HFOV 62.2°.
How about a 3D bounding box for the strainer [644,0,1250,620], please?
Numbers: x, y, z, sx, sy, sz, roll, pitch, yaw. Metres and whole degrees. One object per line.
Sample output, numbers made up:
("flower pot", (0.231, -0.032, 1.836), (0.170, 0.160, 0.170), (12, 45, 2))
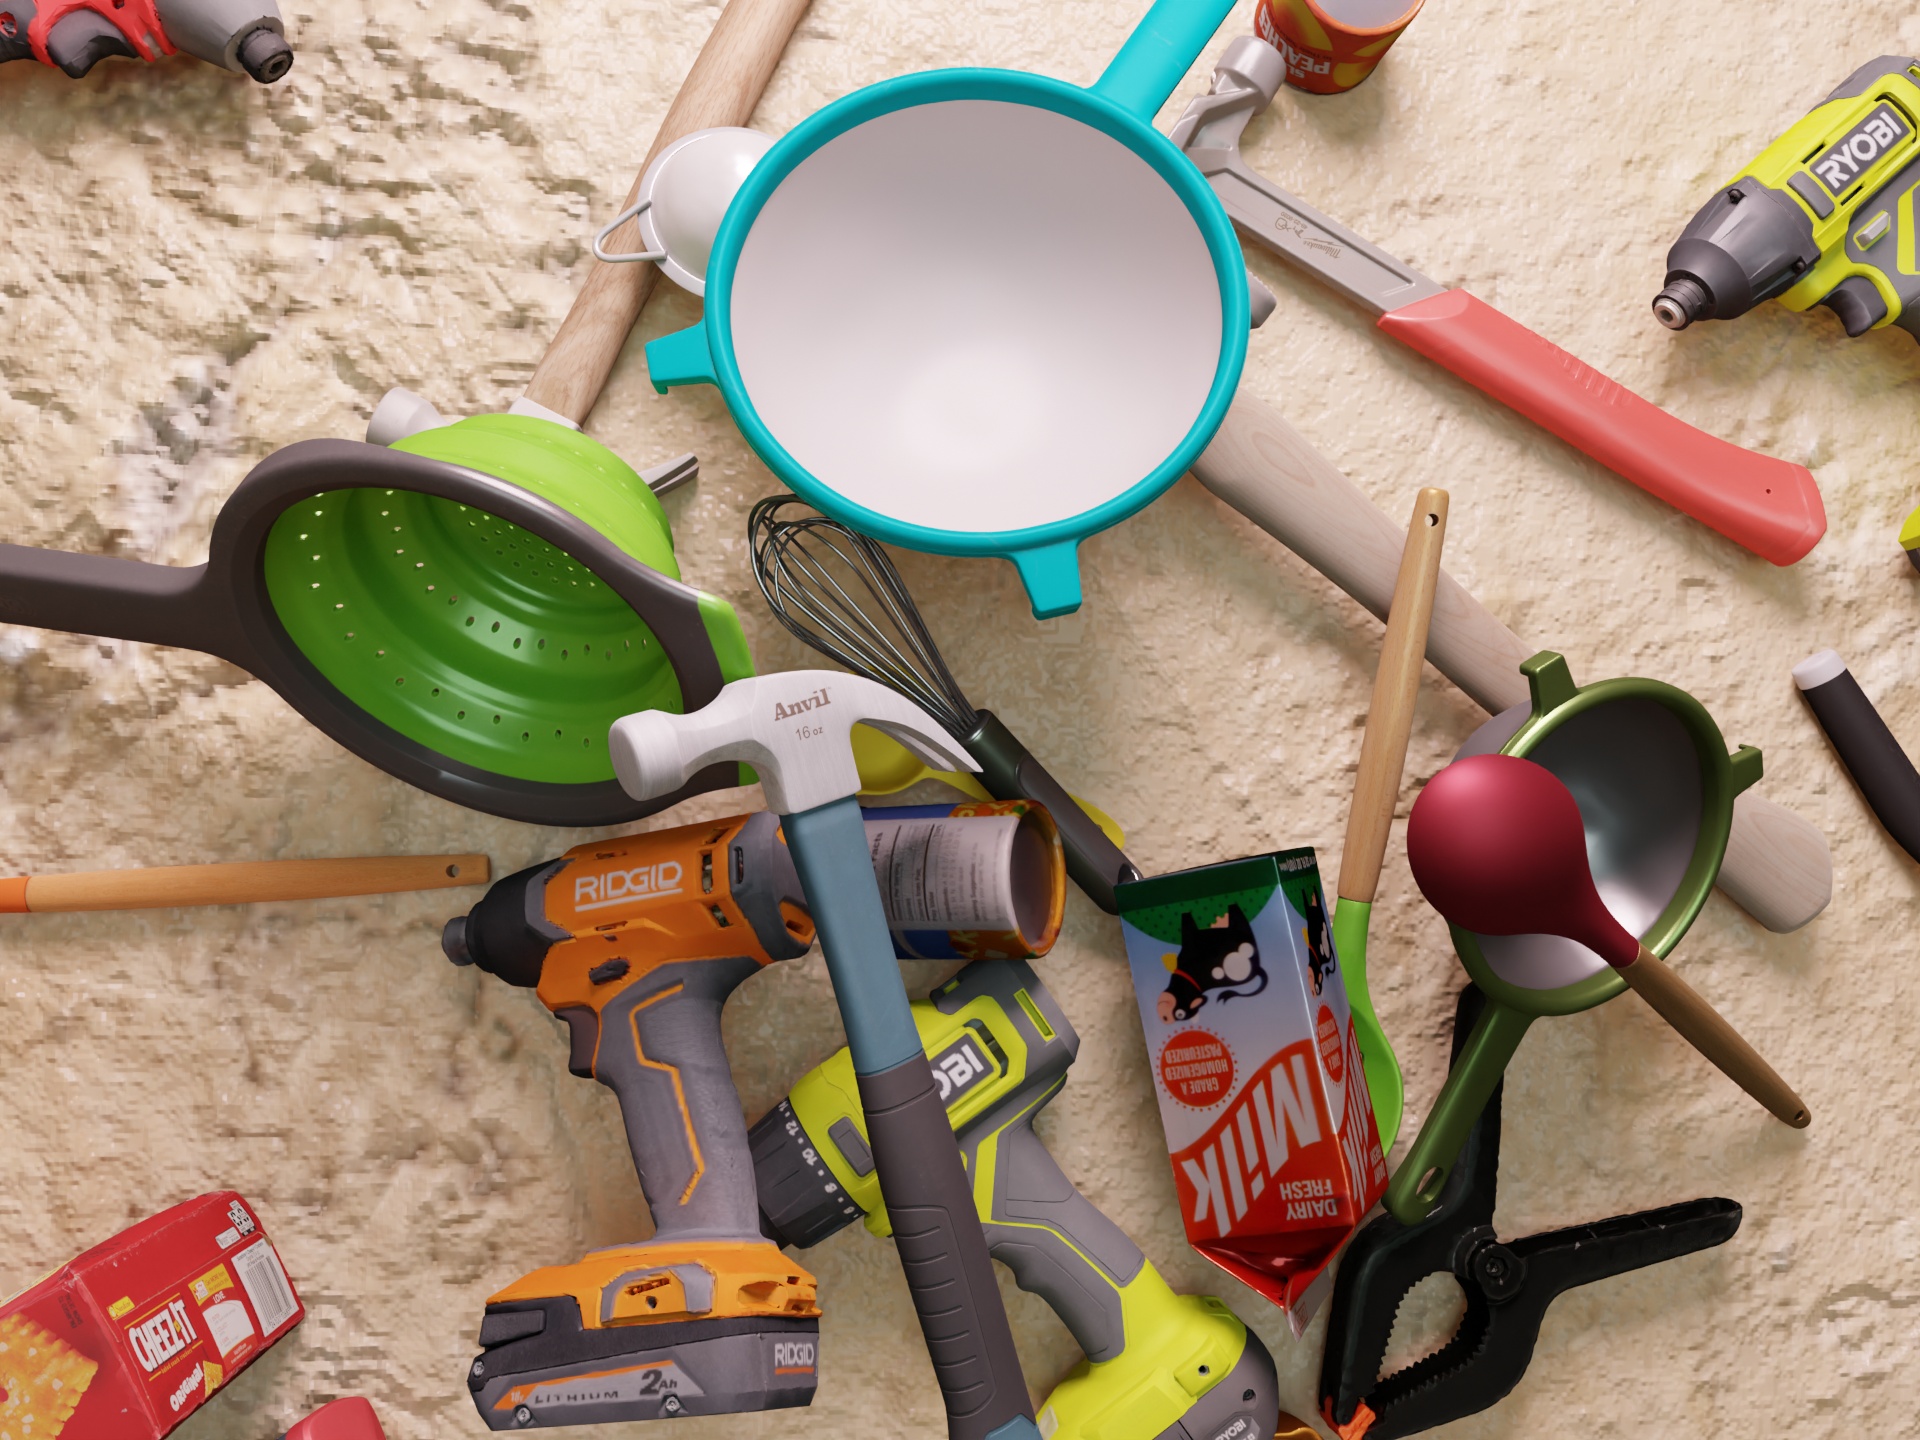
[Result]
("strainer", (0.040, -0.202, 0.669), (0.211, 0.095, 0.340), (31, 74, 8))

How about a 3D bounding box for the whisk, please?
("whisk", (-0.001, -0.002, 0.677), (0.246, 0.059, 0.058), (47, 49, -18))

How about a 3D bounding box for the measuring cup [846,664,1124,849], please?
("measuring cup", (0.003, 0.025, 0.717), (0.156, 0.029, 0.062), (26, 83, -16))

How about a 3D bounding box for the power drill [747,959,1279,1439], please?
("power drill", (0.006, 0.237, 0.673), (0.190, 0.080, 0.228), (-36, 88, -6))

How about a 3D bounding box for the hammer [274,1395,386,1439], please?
("hammer", (-0.412, 0.378, 0.616), (0.386, 0.143, 0.038), (-22, 51, -17))

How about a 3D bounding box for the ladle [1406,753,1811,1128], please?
("ladle", (0.290, 0.110, 0.672), (0.315, 0.031, 0.069), (36, 93, -31))

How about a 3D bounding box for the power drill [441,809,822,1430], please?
("power drill", (-0.136, 0.155, 0.632), (0.164, 0.084, 0.227), (-11, 67, 15))

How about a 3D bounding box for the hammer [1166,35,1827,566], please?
("hammer", (0.242, -0.168, 0.748), (0.359, 0.036, 0.149), (30, 83, -3))

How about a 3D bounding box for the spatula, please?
("spatula", (-0.362, 0.072, 0.659), (0.322, 0.041, 0.081), (-3, 86, -8))

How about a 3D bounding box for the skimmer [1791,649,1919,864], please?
("skimmer", (0.523, 0.112, 0.734), (0.127, 0.090, 0.363), (-31, 87, -39))

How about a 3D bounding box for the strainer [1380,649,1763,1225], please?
("strainer", (0.233, 0.094, 0.695), (0.151, 0.069, 0.256), (19, 100, -29))

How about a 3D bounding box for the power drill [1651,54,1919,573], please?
("power drill", (0.449, -0.182, 0.755), (0.171, 0.080, 0.223), (-41, 87, -8))

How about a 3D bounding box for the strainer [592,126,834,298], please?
("strainer", (-0.033, -0.235, 0.700), (0.258, 0.050, 0.087), (-14, 78, -22))

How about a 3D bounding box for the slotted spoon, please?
("slotted spoon", (0.181, 0.054, 0.703), (0.070, 0.031, 0.314), (9, 96, 3))

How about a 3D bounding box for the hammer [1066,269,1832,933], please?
("hammer", (0.228, -0.027, 0.728), (0.410, 0.038, 0.146), (37, 101, -7))

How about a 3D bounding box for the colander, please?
("colander", (-0.260, -0.066, 0.653), (0.397, 0.204, 0.095), (8, 50, 9))

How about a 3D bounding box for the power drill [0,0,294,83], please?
("power drill", (-0.397, -0.275, 0.664), (0.220, 0.078, 0.143), (-44, 92, -10))

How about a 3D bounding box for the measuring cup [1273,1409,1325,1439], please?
("measuring cup", (0.169, 0.359, 0.696), (0.173, 0.052, 0.095), (19, 84, -7))

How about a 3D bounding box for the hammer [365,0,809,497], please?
("hammer", (-0.128, -0.235, 0.712), (0.130, 0.031, 0.331), (27, 83, -4))

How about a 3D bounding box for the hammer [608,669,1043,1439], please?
("hammer", (-0.024, 0.140, 0.593), (0.128, 0.033, 0.331), (-19, 99, -29))
